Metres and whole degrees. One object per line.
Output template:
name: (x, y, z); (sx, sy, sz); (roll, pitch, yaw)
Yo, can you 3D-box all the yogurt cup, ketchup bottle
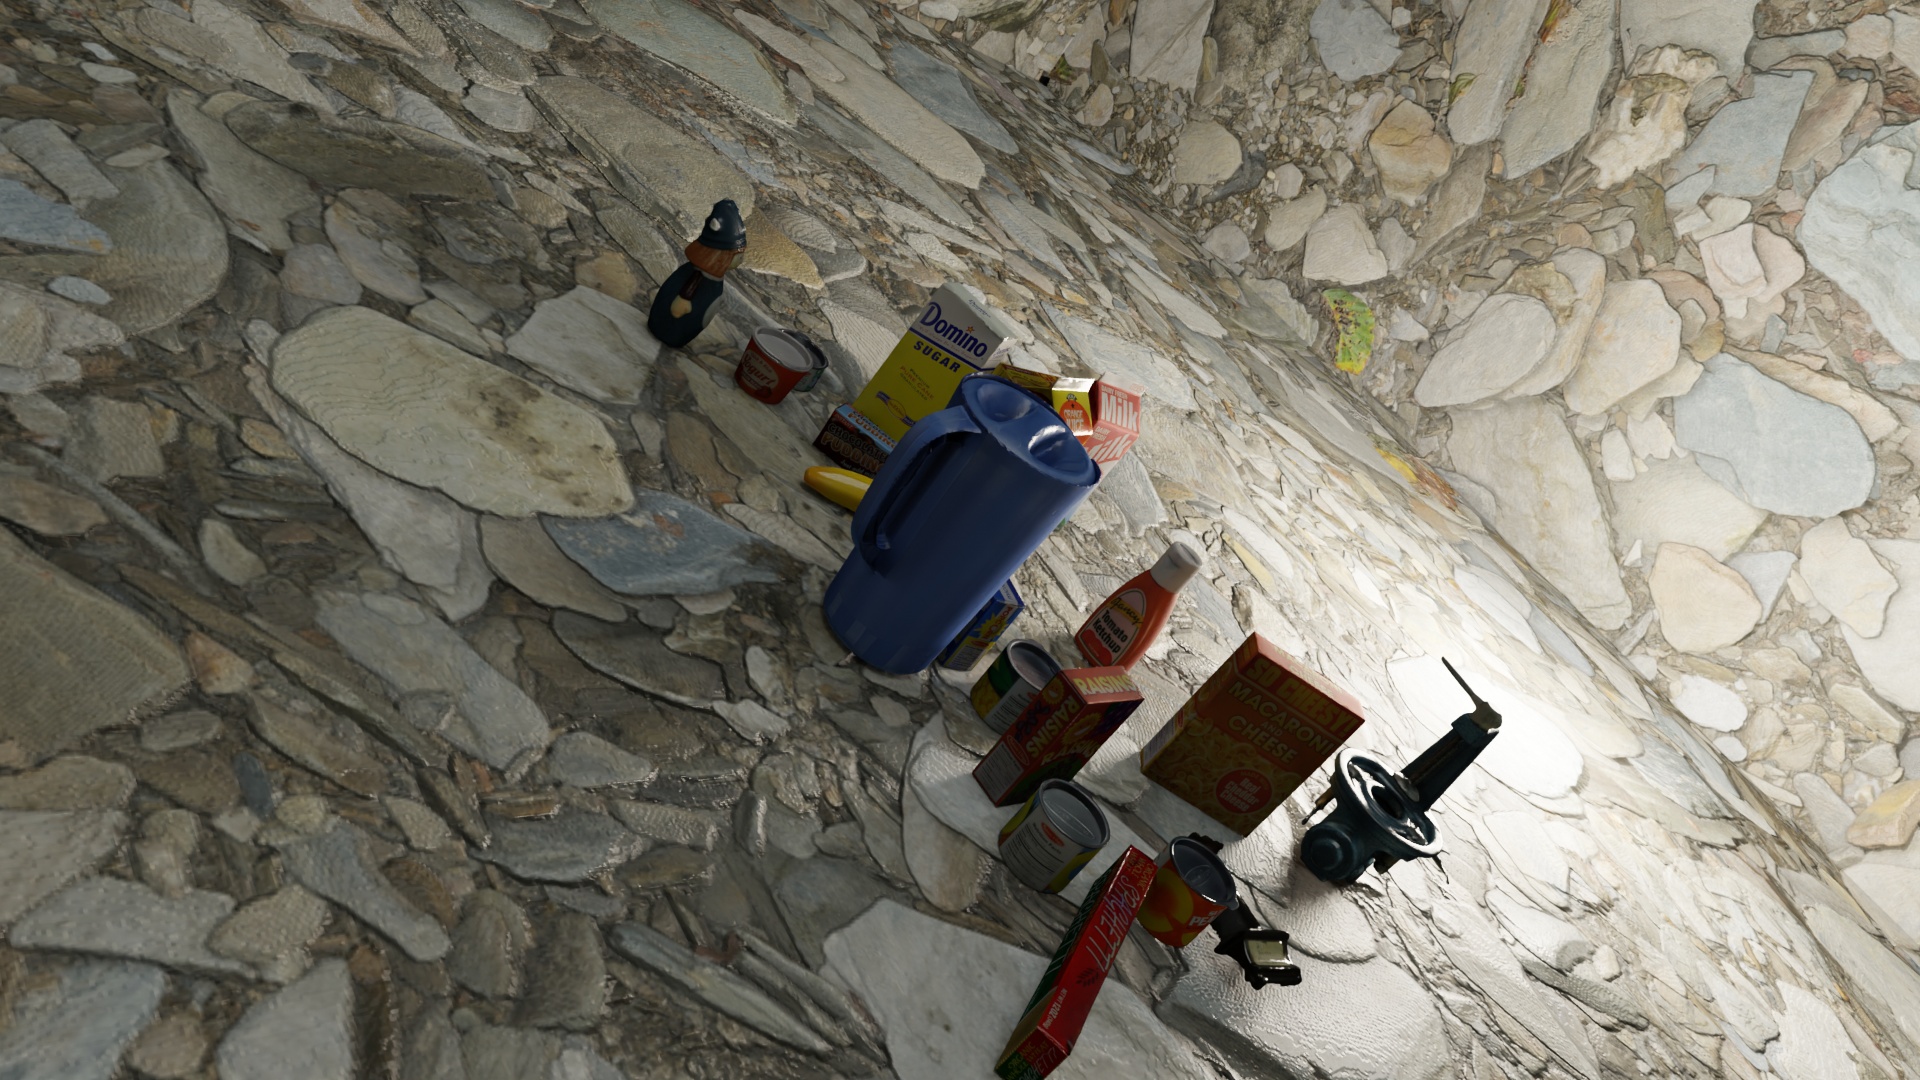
yogurt cup: (-0.189, -0.173, 1.387); (0.072, 0.053, 0.073); (30, 26, -16)
ketchup bottle: (0.177, 0.065, 1.352); (0.043, 0.148, 0.065); (3, 42, -51)

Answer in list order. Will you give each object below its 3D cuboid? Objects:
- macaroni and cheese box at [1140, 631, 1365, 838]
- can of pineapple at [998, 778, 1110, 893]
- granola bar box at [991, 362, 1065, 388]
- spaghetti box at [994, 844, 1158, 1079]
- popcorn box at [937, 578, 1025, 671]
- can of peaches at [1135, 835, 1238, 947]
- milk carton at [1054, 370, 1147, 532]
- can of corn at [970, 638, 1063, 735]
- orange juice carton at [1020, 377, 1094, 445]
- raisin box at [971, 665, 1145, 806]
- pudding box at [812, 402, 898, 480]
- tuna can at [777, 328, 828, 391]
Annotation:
macaroni and cheese box: (0.261, 0.176, 1.255); (0.123, 0.165, 0.040); (33, 26, -11)
can of pineapple: (0.072, 0.225, 1.057); (0.071, 0.057, 0.071); (30, 26, -16)
granola bar box: (0.070, -0.133, 1.572); (0.166, 0.123, 0.039); (5, 41, -49)
spaghetti box: (0.087, 0.292, 0.974); (0.029, 0.050, 0.251); (41, 26, 6)
popcorn box: (-0.003, 0.041, 1.234); (0.038, 0.085, 0.127); (15, 33, -39)
can of peaches: (0.176, 0.280, 1.099); (0.071, 0.057, 0.071); (30, 26, -16)
milk carton: (0.124, -0.105, 1.519); (0.072, 0.189, 0.074); (13, 35, -42)
can of corn: (0.051, 0.126, 1.193); (0.071, 0.058, 0.071); (30, 26, -16)
orange juice carton: (0.063, -0.093, 1.416); (0.073, 0.192, 0.072); (50, 27, 23)
raisin box: (0.078, 0.154, 1.106); (0.086, 0.123, 0.040); (4, 41, -50)
pudding box: (-0.098, -0.091, 1.373); (0.084, 0.049, 0.030); (39, 25, 2)
tuna can: (-0.175, -0.191, 1.458); (0.071, 0.032, 0.071); (30, 27, -16)
